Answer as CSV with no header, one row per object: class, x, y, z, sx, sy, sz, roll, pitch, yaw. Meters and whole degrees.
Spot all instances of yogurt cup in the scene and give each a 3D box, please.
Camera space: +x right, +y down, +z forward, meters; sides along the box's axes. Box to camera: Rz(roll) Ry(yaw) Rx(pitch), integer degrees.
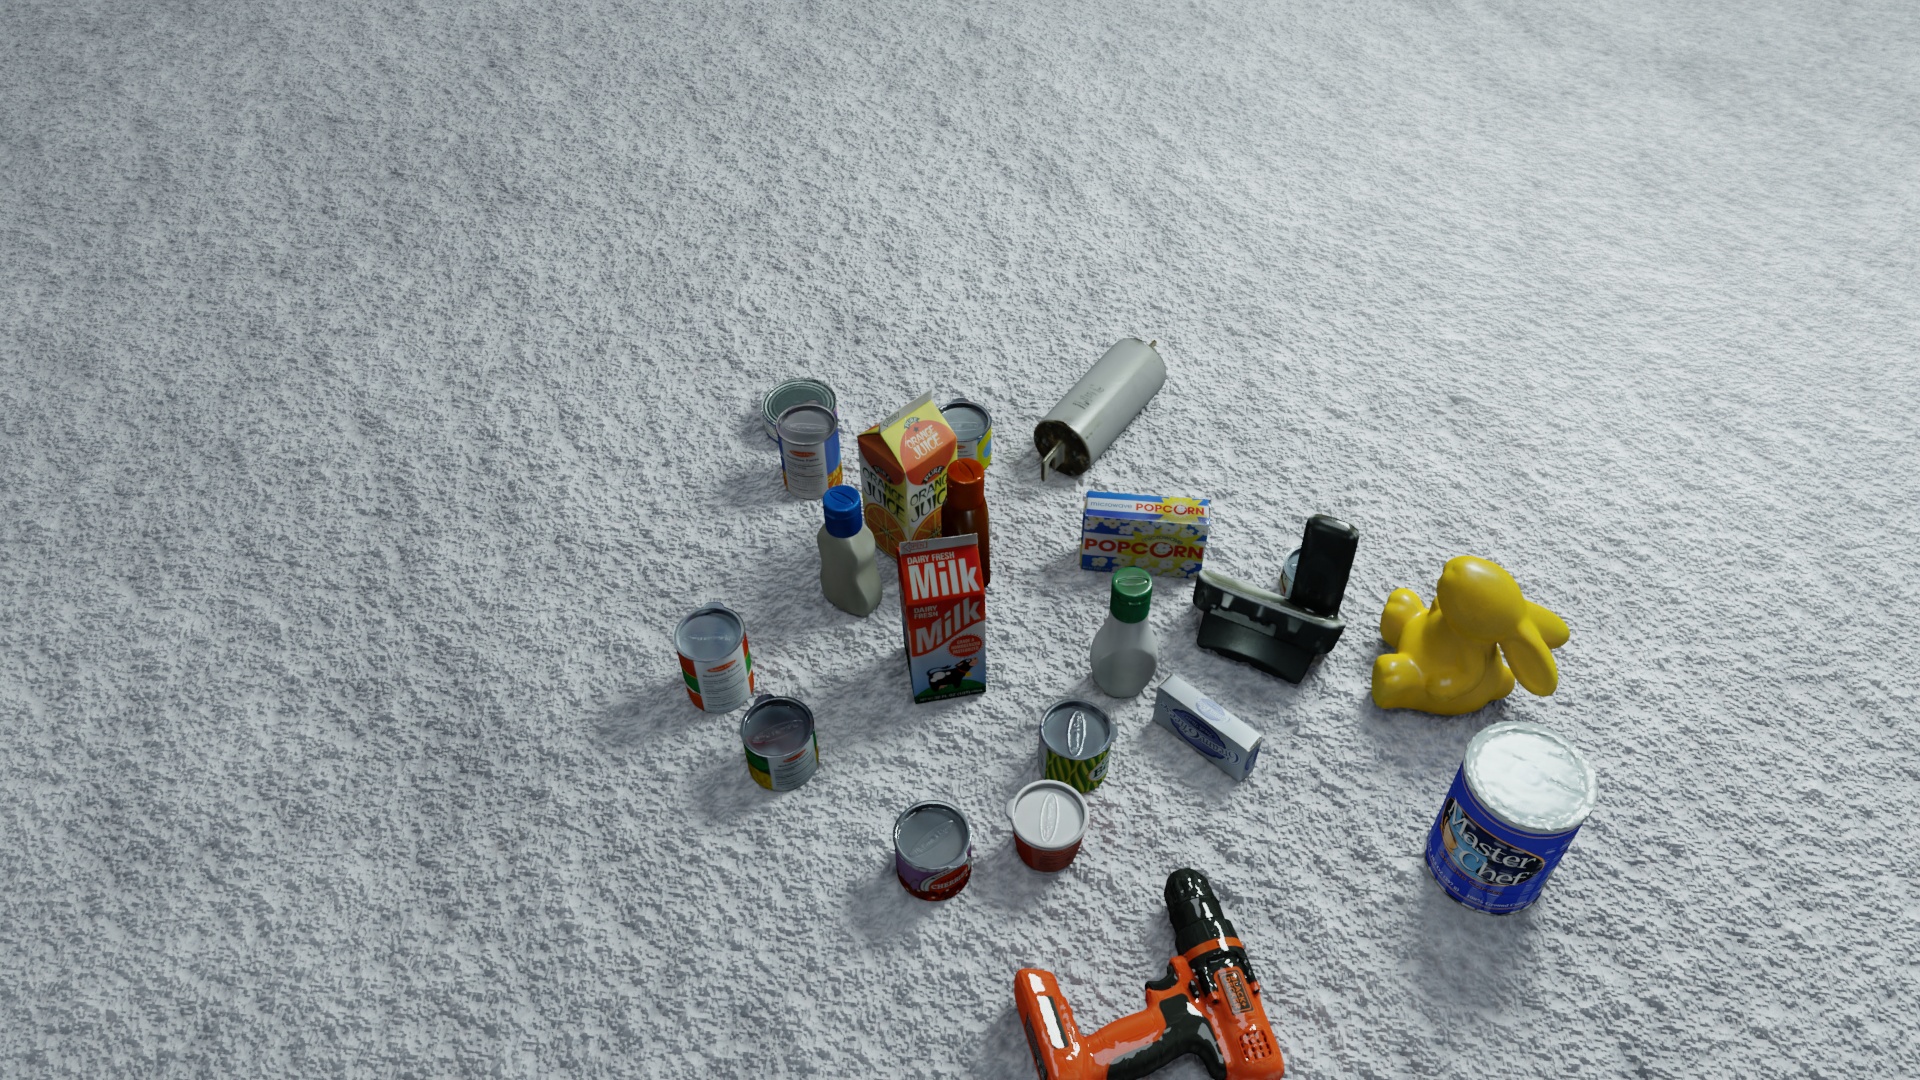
yogurt cup,0.076,0.249,1.197,0.072,0.053,0.073,0,47,0

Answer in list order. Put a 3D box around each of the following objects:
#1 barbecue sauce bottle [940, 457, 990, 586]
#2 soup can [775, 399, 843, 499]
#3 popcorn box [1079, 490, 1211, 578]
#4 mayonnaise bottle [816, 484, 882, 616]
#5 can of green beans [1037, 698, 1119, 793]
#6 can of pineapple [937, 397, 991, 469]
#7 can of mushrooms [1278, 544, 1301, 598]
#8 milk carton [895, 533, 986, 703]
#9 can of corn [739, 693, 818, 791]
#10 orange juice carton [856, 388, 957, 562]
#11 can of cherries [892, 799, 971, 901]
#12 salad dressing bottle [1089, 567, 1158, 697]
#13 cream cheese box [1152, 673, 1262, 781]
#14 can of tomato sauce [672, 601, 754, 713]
barbecue sauce bottle,0.005,-0.017,1.379,0.044,0.147,0.065,-21,51,-18
soup can,-0.161,-0.098,1.498,0.071,0.083,0.072,0,47,0
popcorn box,0.186,-0.006,1.410,0.127,0.084,0.038,4,48,5
mayonnaise bottle,-0.110,0.009,1.356,0.065,0.147,0.041,26,53,23
can of green beans,0.103,0.186,1.252,0.071,0.057,0.071,0,47,0
can of pineapple,0.002,-0.112,1.528,0.071,0.057,0.071,0,47,0
can of mushrooms,0.358,0.036,1.404,0.071,0.033,0.071,0,47,0
milk carton,-0.018,0.062,1.278,0.072,0.189,0.074,-8,48,-6
can of corn,-0.164,0.182,1.258,0.071,0.058,0.071,0,47,0
orange juice carton,-0.051,-0.065,1.394,0.072,0.191,0.073,-36,56,-28
can of cherries,-0.022,0.266,1.179,0.071,0.058,0.072,0,47,0
salad dressing bottle,0.154,0.085,1.284,0.064,0.146,0.044,-3,47,-2
cream cheese box,0.225,0.171,1.268,0.104,0.053,0.024,35,57,28
can of tomato sauce,-0.231,0.111,1.307,0.071,0.082,0.071,0,47,0
